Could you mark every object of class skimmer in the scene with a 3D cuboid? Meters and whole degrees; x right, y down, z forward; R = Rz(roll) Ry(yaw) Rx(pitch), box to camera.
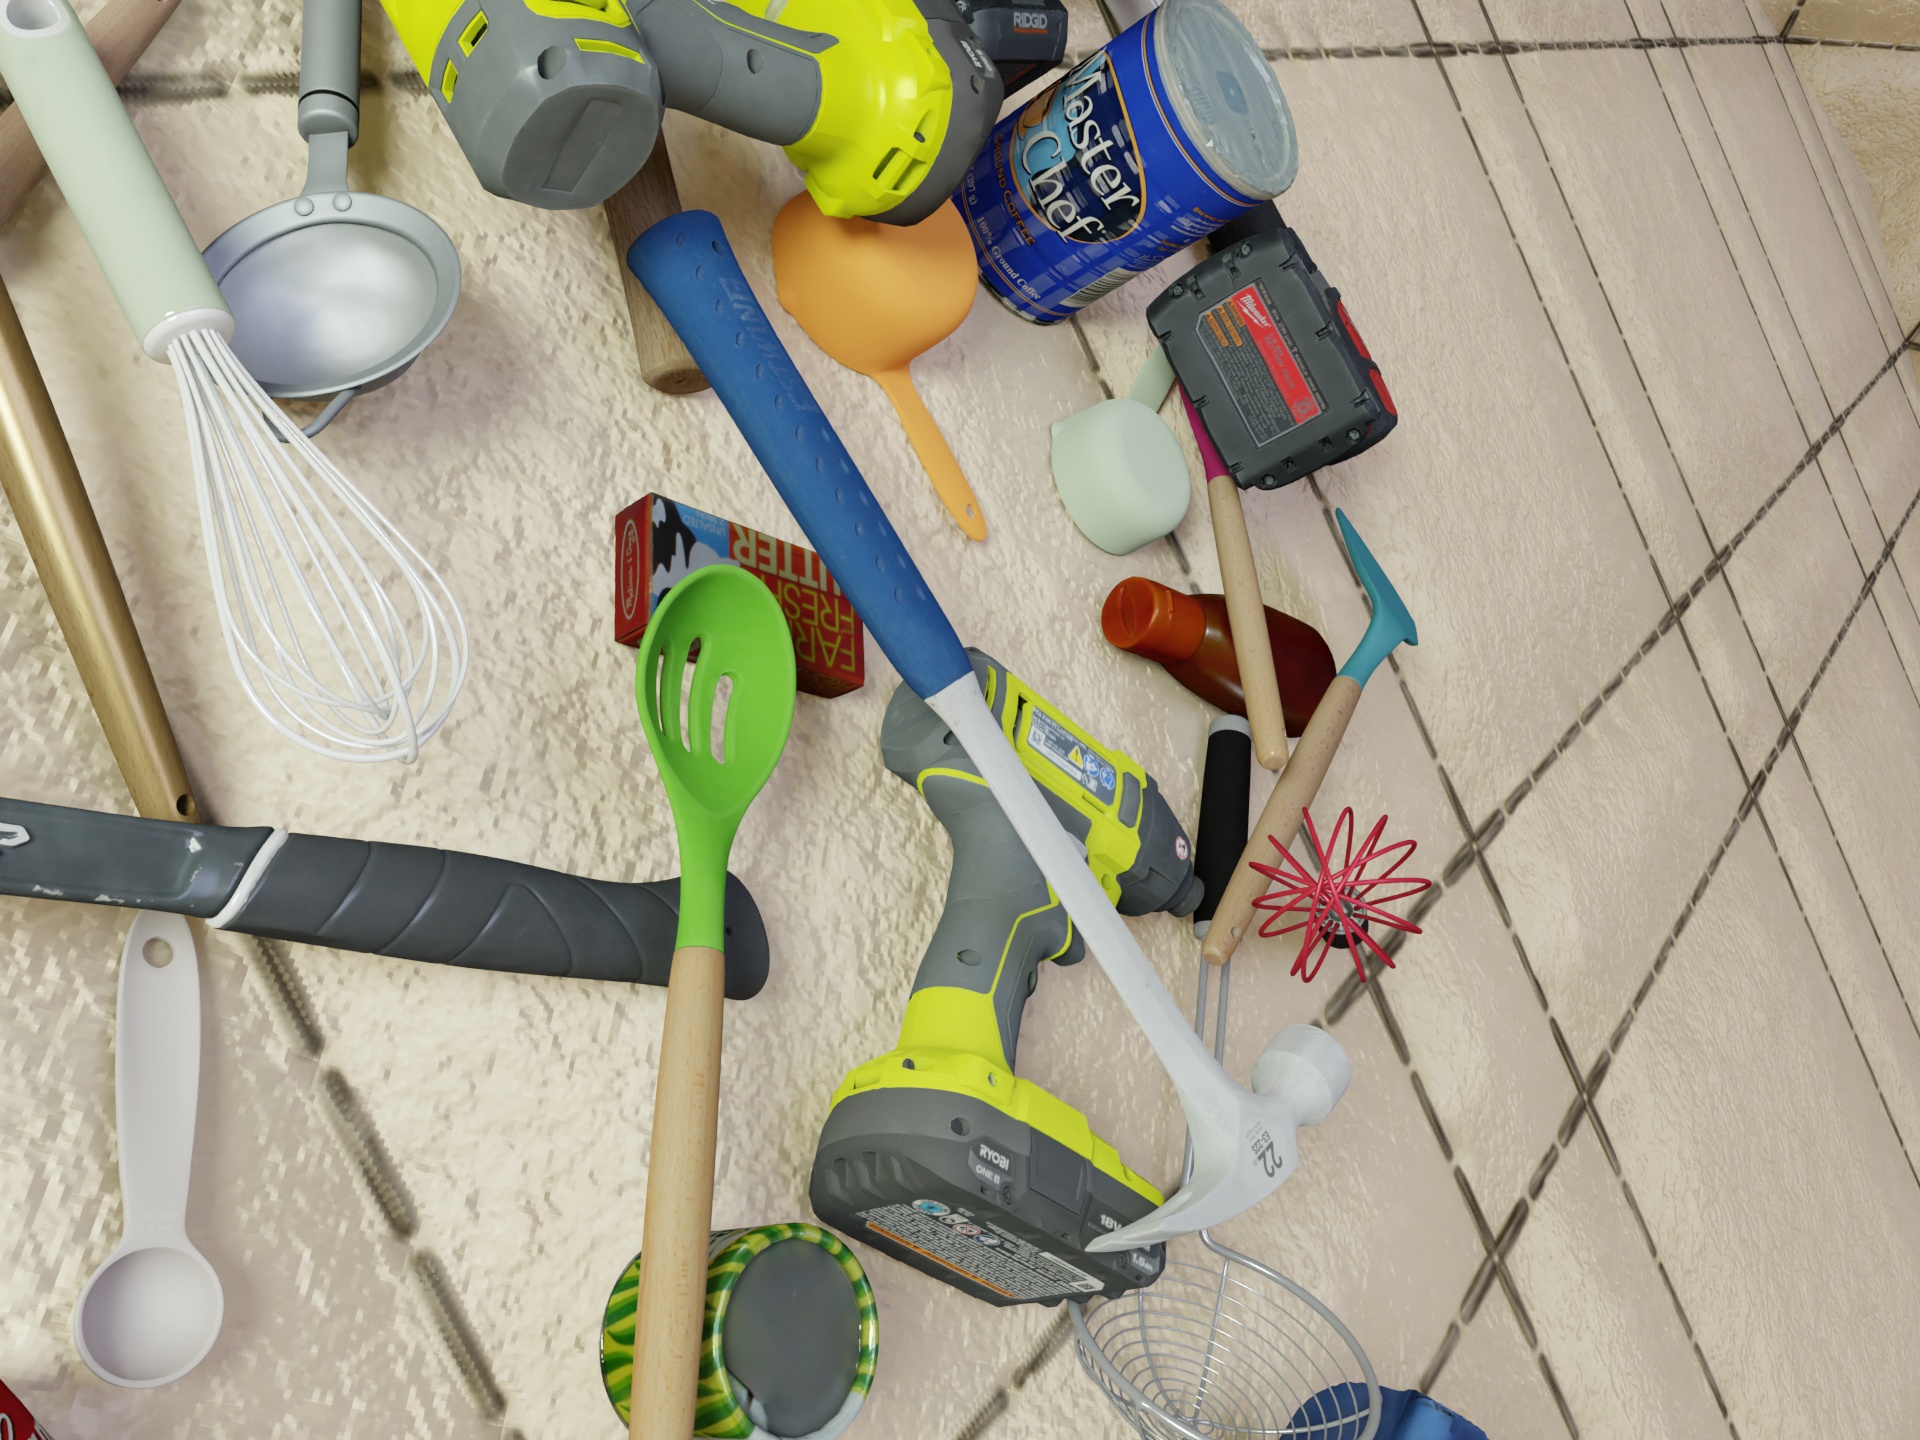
[{"bbox_3d":[0.120,0.136,0.690,0.127,0.090,0.364,16,56,-8],"label":"skimmer"}]

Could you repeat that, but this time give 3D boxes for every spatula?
[{"bbox_3d":[0.176,0.004,0.790,0.082,0.044,0.318,51,49,-19],"label":"spatula"}]

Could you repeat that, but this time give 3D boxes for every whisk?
[{"bbox_3d":[0.169,0.083,0.709,0.295,0.073,0.073,35,43,-73],"label":"whisk"},{"bbox_3d":[-0.203,-0.096,0.427,0.058,0.059,0.246,-26,82,-28],"label":"whisk"}]

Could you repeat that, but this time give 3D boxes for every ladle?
[{"bbox_3d":[-0.253,-0.110,0.401,0.069,0.031,0.315,-41,116,-66],"label":"ladle"}]

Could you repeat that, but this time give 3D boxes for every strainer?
[{"bbox_3d":[-0.204,-0.187,0.518,0.087,0.050,0.259,-6,67,-3],"label":"strainer"}]

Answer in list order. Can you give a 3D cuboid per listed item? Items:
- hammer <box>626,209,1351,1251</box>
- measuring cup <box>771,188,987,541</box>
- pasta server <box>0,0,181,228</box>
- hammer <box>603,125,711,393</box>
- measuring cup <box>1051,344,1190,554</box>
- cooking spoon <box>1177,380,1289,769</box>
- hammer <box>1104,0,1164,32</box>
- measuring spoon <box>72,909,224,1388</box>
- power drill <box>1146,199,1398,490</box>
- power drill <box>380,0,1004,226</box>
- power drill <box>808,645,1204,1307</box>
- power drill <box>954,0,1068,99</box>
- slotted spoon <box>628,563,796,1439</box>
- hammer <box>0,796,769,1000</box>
[{"bbox_3d":[-0.001,-0.002,0.568,0.144,0.035,0.405,-31,88,-50],"label":"hammer"},{"bbox_3d":[-0.014,-0.165,0.700,0.095,0.052,0.173,-31,95,-49],"label":"measuring cup"},{"bbox_3d":[-0.275,-0.109,0.412,0.060,0.040,0.316,48,43,-40],"label":"pasta server"},{"bbox_3d":[-0.148,-0.288,0.626,0.130,0.031,0.331,-7,79,-48],"label":"hammer"},{"bbox_3d":[0.100,-0.156,0.829,0.083,0.038,0.168,47,47,-23],"label":"measuring cup"},{"bbox_3d":[0.137,-0.103,0.812,0.068,0.017,0.319,50,28,-43],"label":"cooking spoon"},{"bbox_3d":[0.083,-0.374,0.780,0.143,0.038,0.386,55,16,-16],"label":"hammer"},{"bbox_3d":[-0.210,0.107,0.411,0.034,0.018,0.124,12,59,-42],"label":"measuring spoon"},{"bbox_3d":[0.172,-0.223,0.879,0.188,0.080,0.227,61,24,-4],"label":"power drill"},{"bbox_3d":[-0.108,-0.262,0.565,0.228,0.080,0.191,-11,65,-48],"label":"power drill"},{"bbox_3d":[0.031,0.101,0.623,0.171,0.080,0.223,37,47,-30],"label":"power drill"},{"bbox_3d":[-0.032,-0.376,0.674,0.084,0.185,0.226,-28,98,-49],"label":"power drill"},{"bbox_3d":[-0.082,0.094,0.477,0.070,0.031,0.314,31,50,-46],"label":"slotted spoon"},{"bbox_3d":[-0.195,0.041,0.394,0.408,0.036,0.149,19,60,-51],"label":"hammer"}]
